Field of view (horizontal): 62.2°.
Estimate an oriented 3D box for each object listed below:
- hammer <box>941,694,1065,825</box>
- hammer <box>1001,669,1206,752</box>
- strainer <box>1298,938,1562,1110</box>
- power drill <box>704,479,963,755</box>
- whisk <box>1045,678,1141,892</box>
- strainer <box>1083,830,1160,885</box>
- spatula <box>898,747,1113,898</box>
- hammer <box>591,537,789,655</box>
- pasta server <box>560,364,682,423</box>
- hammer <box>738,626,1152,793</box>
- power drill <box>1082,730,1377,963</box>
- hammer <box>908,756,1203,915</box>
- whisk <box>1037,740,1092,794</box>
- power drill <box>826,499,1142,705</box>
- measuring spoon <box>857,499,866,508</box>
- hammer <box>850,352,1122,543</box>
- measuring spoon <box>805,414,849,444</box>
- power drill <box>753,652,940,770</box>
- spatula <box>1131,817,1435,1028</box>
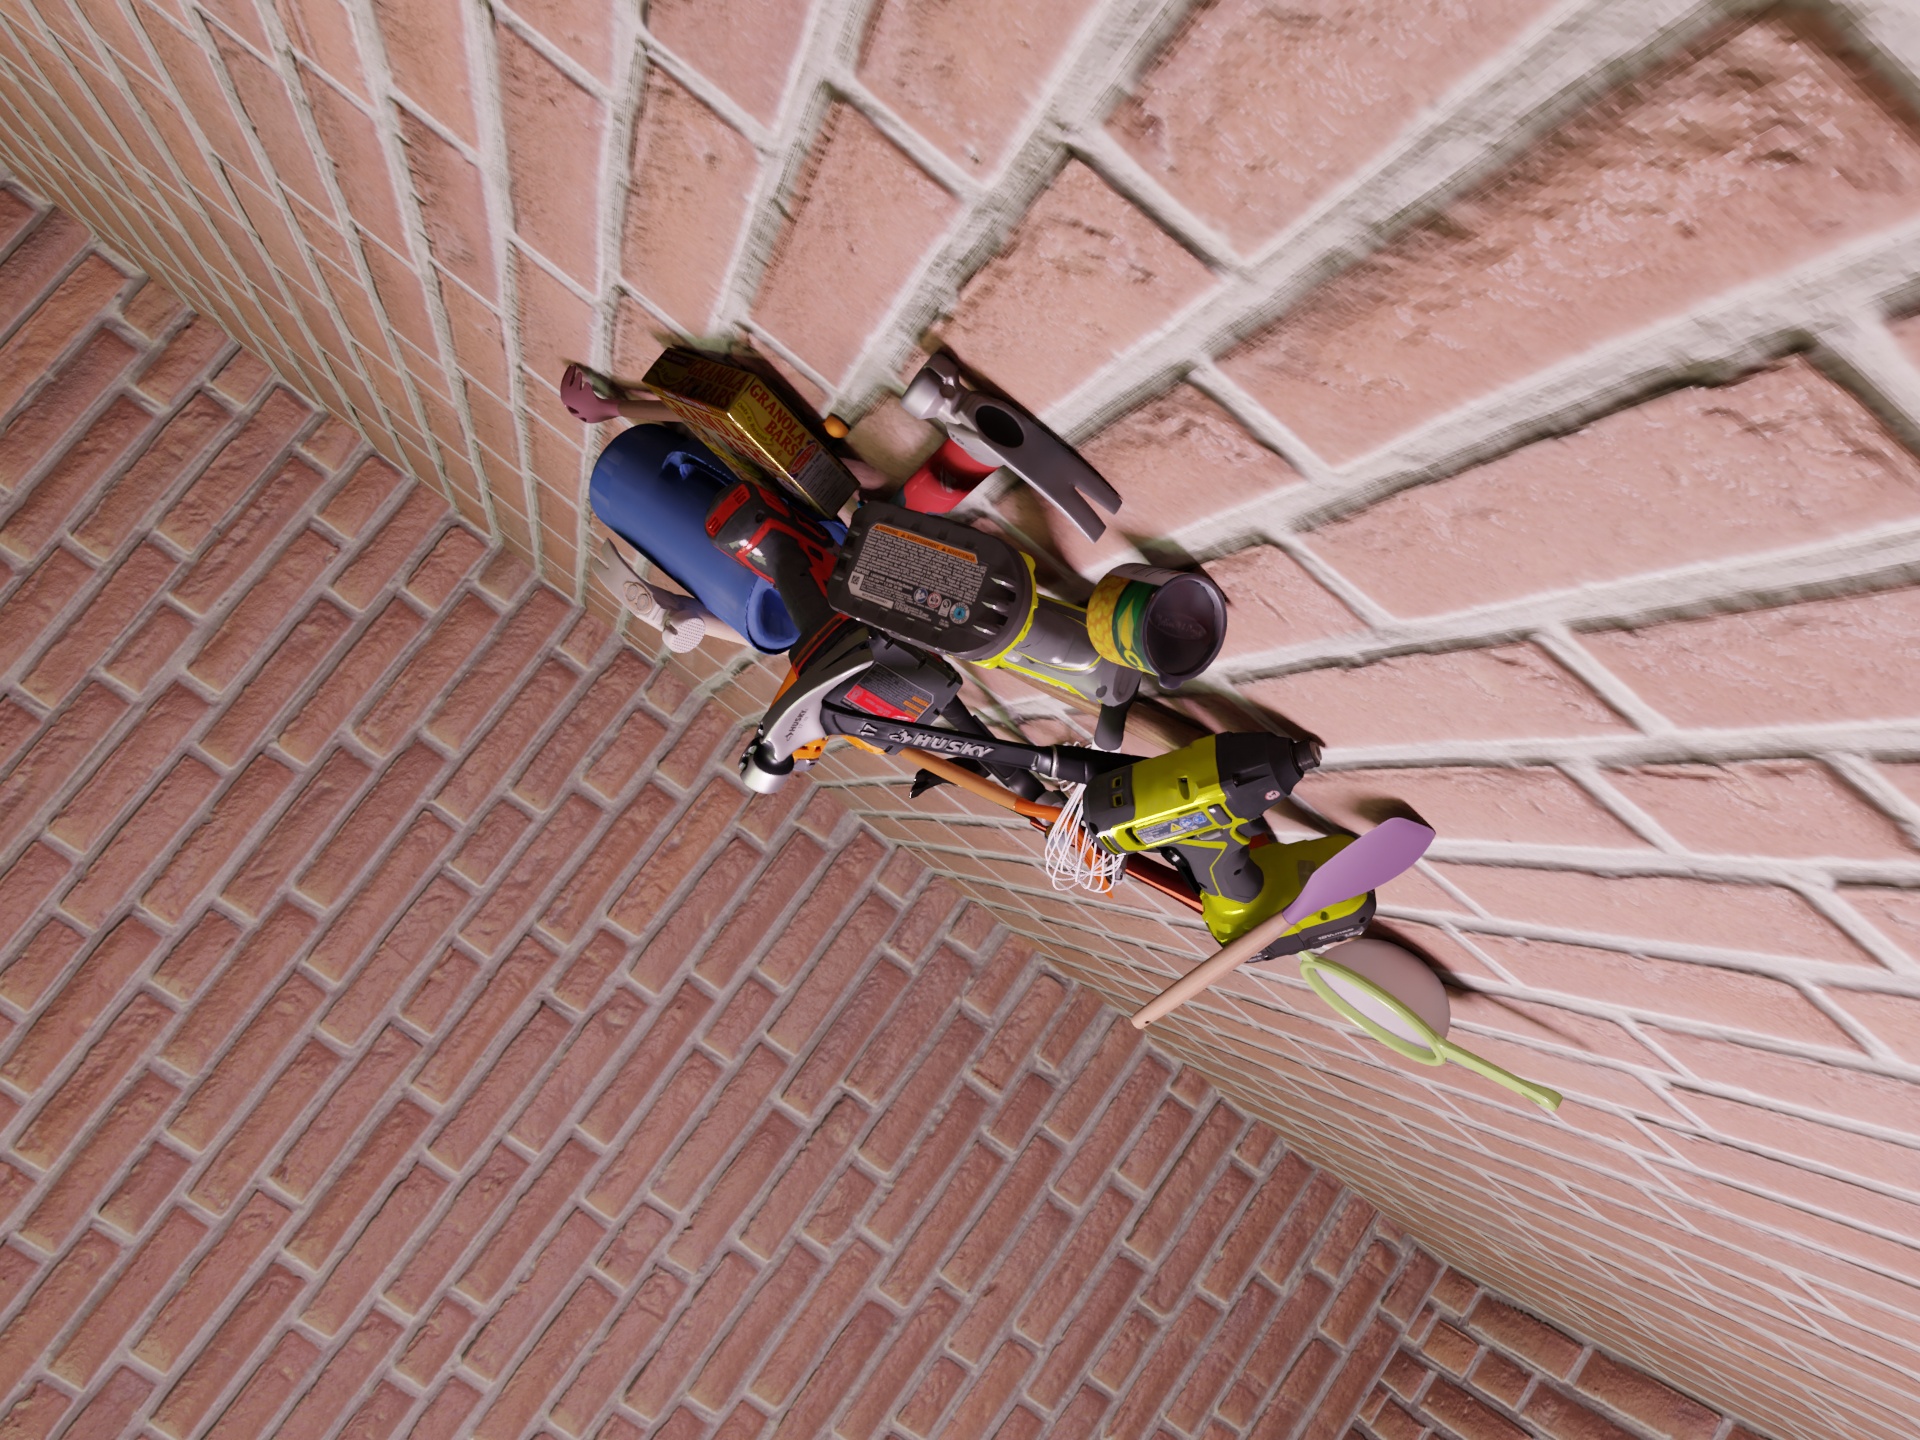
[{"bbox_3d":[-0.002,-0.005,1.544,0.146,0.035,0.334,44,178,33],"label":"hammer"},{"bbox_3d":[0.058,-0.042,1.323,0.331,0.031,0.130,27,178,32],"label":"hammer"},{"bbox_3d":[0.420,0.256,1.396,0.257,0.069,0.151,25,162,44],"label":"strainer"},{"bbox_3d":[-0.088,-0.078,1.218,0.187,0.080,0.227,31,-162,-48],"label":"power drill"},{"bbox_3d":[0.112,0.042,1.263,0.070,0.070,0.284,32,142,22],"label":"whisk"},{"bbox_3d":[0.159,0.126,1.576,0.087,0.050,0.258,13,-170,6],"label":"strainer"},{"bbox_3d":[0.035,0.079,1.551,0.323,0.041,0.080,24,149,43],"label":"spatula"},{"bbox_3d":[-0.187,-0.087,1.585,0.146,0.038,0.410,41,-167,30],"label":"hammer"},{"bbox_3d":[-0.284,-0.285,1.425,0.316,0.040,0.060,16,158,51],"label":"pasta server"},{"bbox_3d":[0.054,0.023,1.157,0.408,0.149,0.036,10,-134,-29],"label":"hammer"},{"bbox_3d":[0.216,0.090,1.181,0.171,0.080,0.223,-19,139,26],"label":"power drill"},{"bbox_3d":[0.121,0.127,1.737,0.359,0.036,0.149,26,-158,25],"label":"hammer"},{"bbox_3d":[0.103,0.045,1.560,0.058,0.059,0.246,40,175,-4],"label":"whisk"},{"bbox_3d":[0.007,-0.078,1.082,0.191,0.080,0.228,21,-179,26],"label":"power drill"},{"bbox_3d":[-0.069,-0.147,1.331,0.042,0.021,0.128,32,170,22],"label":"measuring spoon"},{"bbox_3d":[-0.009,-0.148,1.101,0.143,0.038,0.386,36,170,-9],"label":"hammer"},{"bbox_3d":[-0.107,-0.213,1.198,0.021,0.011,0.117,40,169,-17],"label":"measuring spoon"},{"bbox_3d":[-0.098,-0.038,1.520,0.084,0.164,0.226,33,-167,15],"label":"power drill"},{"bbox_3d":[0.231,0.159,1.192,0.059,0.018,0.316,21,135,-27],"label":"spatula"}]
